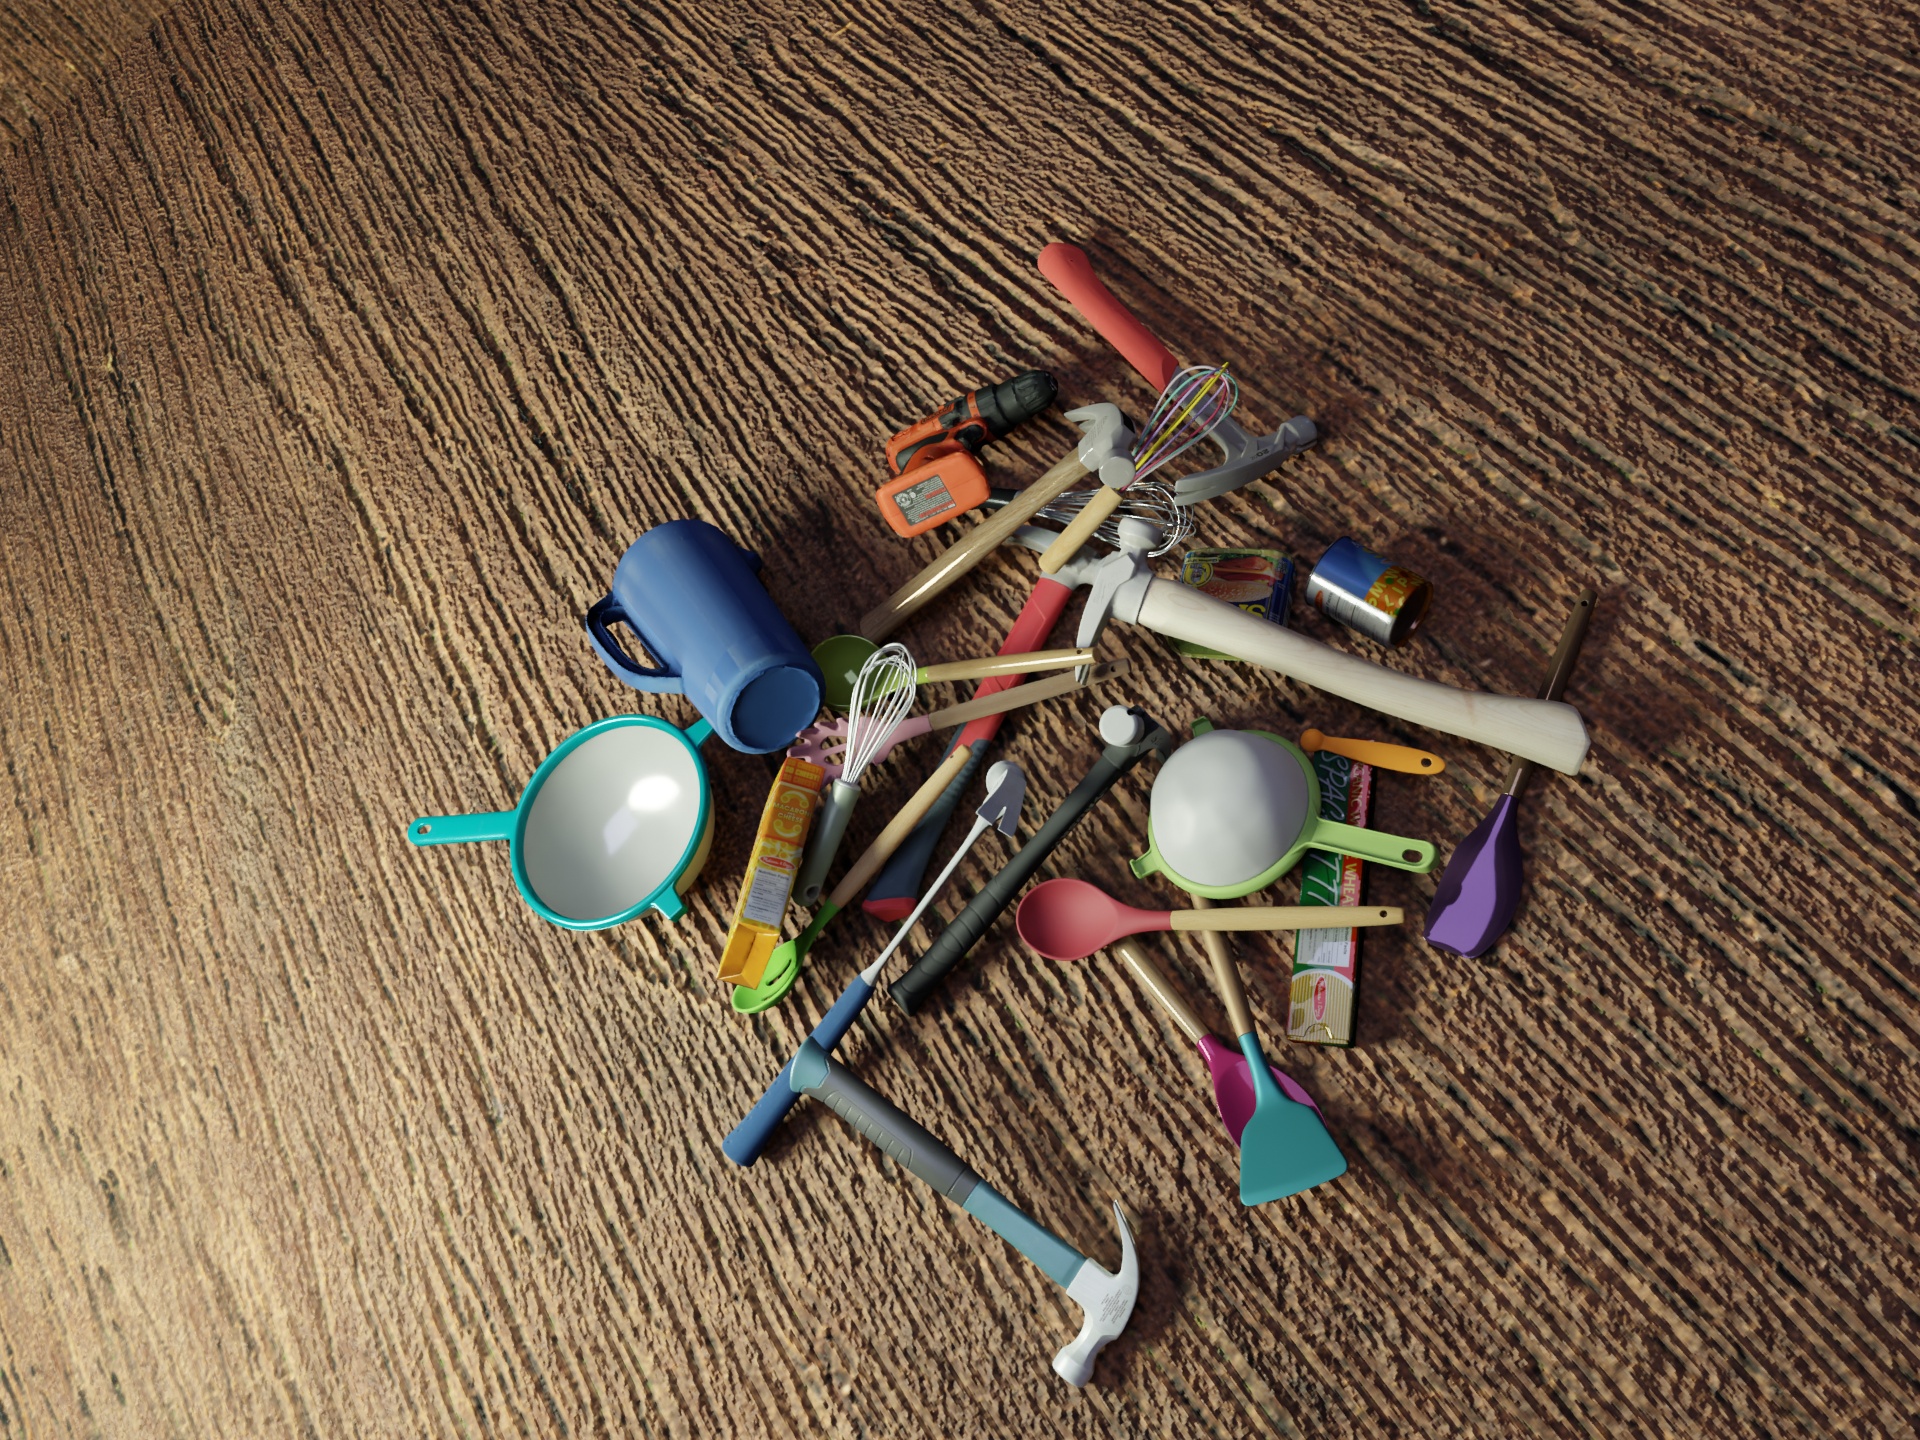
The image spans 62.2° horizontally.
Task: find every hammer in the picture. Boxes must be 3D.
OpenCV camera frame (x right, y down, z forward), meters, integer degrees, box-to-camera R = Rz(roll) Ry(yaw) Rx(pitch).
[{"bbox_3d":[0.169,-0.339,1.494,0.149,0.036,0.359,-25,55,-17],"label":"hammer"},{"bbox_3d":[0.028,-0.171,1.440,0.331,0.031,0.130,-36,31,29],"label":"hammer"},{"bbox_3d":[0.005,0.000,1.439,0.143,0.038,0.386,23,79,30],"label":"hammer"},{"bbox_3d":[-0.003,0.363,1.247,0.331,0.033,0.128,34,84,15],"label":"hammer"},{"bbox_3d":[0.054,0.122,1.334,0.035,0.146,0.334,45,102,20],"label":"hammer"},{"bbox_3d":[-0.072,0.209,1.329,0.035,0.144,0.405,36,97,-3],"label":"hammer"},{"bbox_3d":[0.293,-0.034,1.283,0.411,0.038,0.146,21,92,19],"label":"hammer"}]

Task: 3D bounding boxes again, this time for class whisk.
[{"bbox_3d":[-0.096,0.048,1.384,0.059,0.057,0.246,27,97,47],"label":"whisk"},{"bbox_3d":[0.089,-0.199,1.480,0.285,0.070,0.070,12,74,32],"label":"whisk"},{"bbox_3d":[0.152,-0.217,1.381,0.245,0.051,0.047,-47,34,28],"label":"whisk"}]

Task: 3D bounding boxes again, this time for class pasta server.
[{"bbox_3d":[-0.002,-0.004,1.399,0.316,0.040,0.060,-16,95,16],"label":"pasta server"}]

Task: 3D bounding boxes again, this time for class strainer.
[{"bbox_3d":[0.248,0.072,1.250,0.256,0.069,0.151,13,70,41],"label":"strainer"},{"bbox_3d":[-0.367,0.111,1.516,0.340,0.095,0.211,-5,64,23],"label":"strainer"}]

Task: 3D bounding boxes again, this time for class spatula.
[{"bbox_3d":[0.444,0.038,1.250,0.060,0.018,0.316,19,78,23],"label":"spatula"},{"bbox_3d":[0.216,0.219,1.243,0.082,0.044,0.318,-24,56,14],"label":"spatula"}]

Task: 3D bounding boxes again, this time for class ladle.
[{"bbox_3d":[0.194,0.157,1.265,0.315,0.031,0.069,-4,73,26],"label":"ladle"},{"bbox_3d":[-0.013,-0.050,1.405,0.320,0.062,0.078,-5,54,42],"label":"ladle"}]

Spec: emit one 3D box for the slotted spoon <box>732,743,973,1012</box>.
[{"bbox_3d":[-0.092,0.141,1.388,0.313,0.031,0.070,-50,25,11],"label":"slotted spoon"}]

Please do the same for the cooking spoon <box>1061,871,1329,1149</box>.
[{"bbox_3d":[0.179,0.237,1.277,0.069,0.017,0.319,-34,59,-10],"label":"cooking spoon"}]

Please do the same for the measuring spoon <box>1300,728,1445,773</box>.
[{"bbox_3d":[0.329,0.024,1.273,0.117,0.011,0.021,12,73,25],"label":"measuring spoon"}]
